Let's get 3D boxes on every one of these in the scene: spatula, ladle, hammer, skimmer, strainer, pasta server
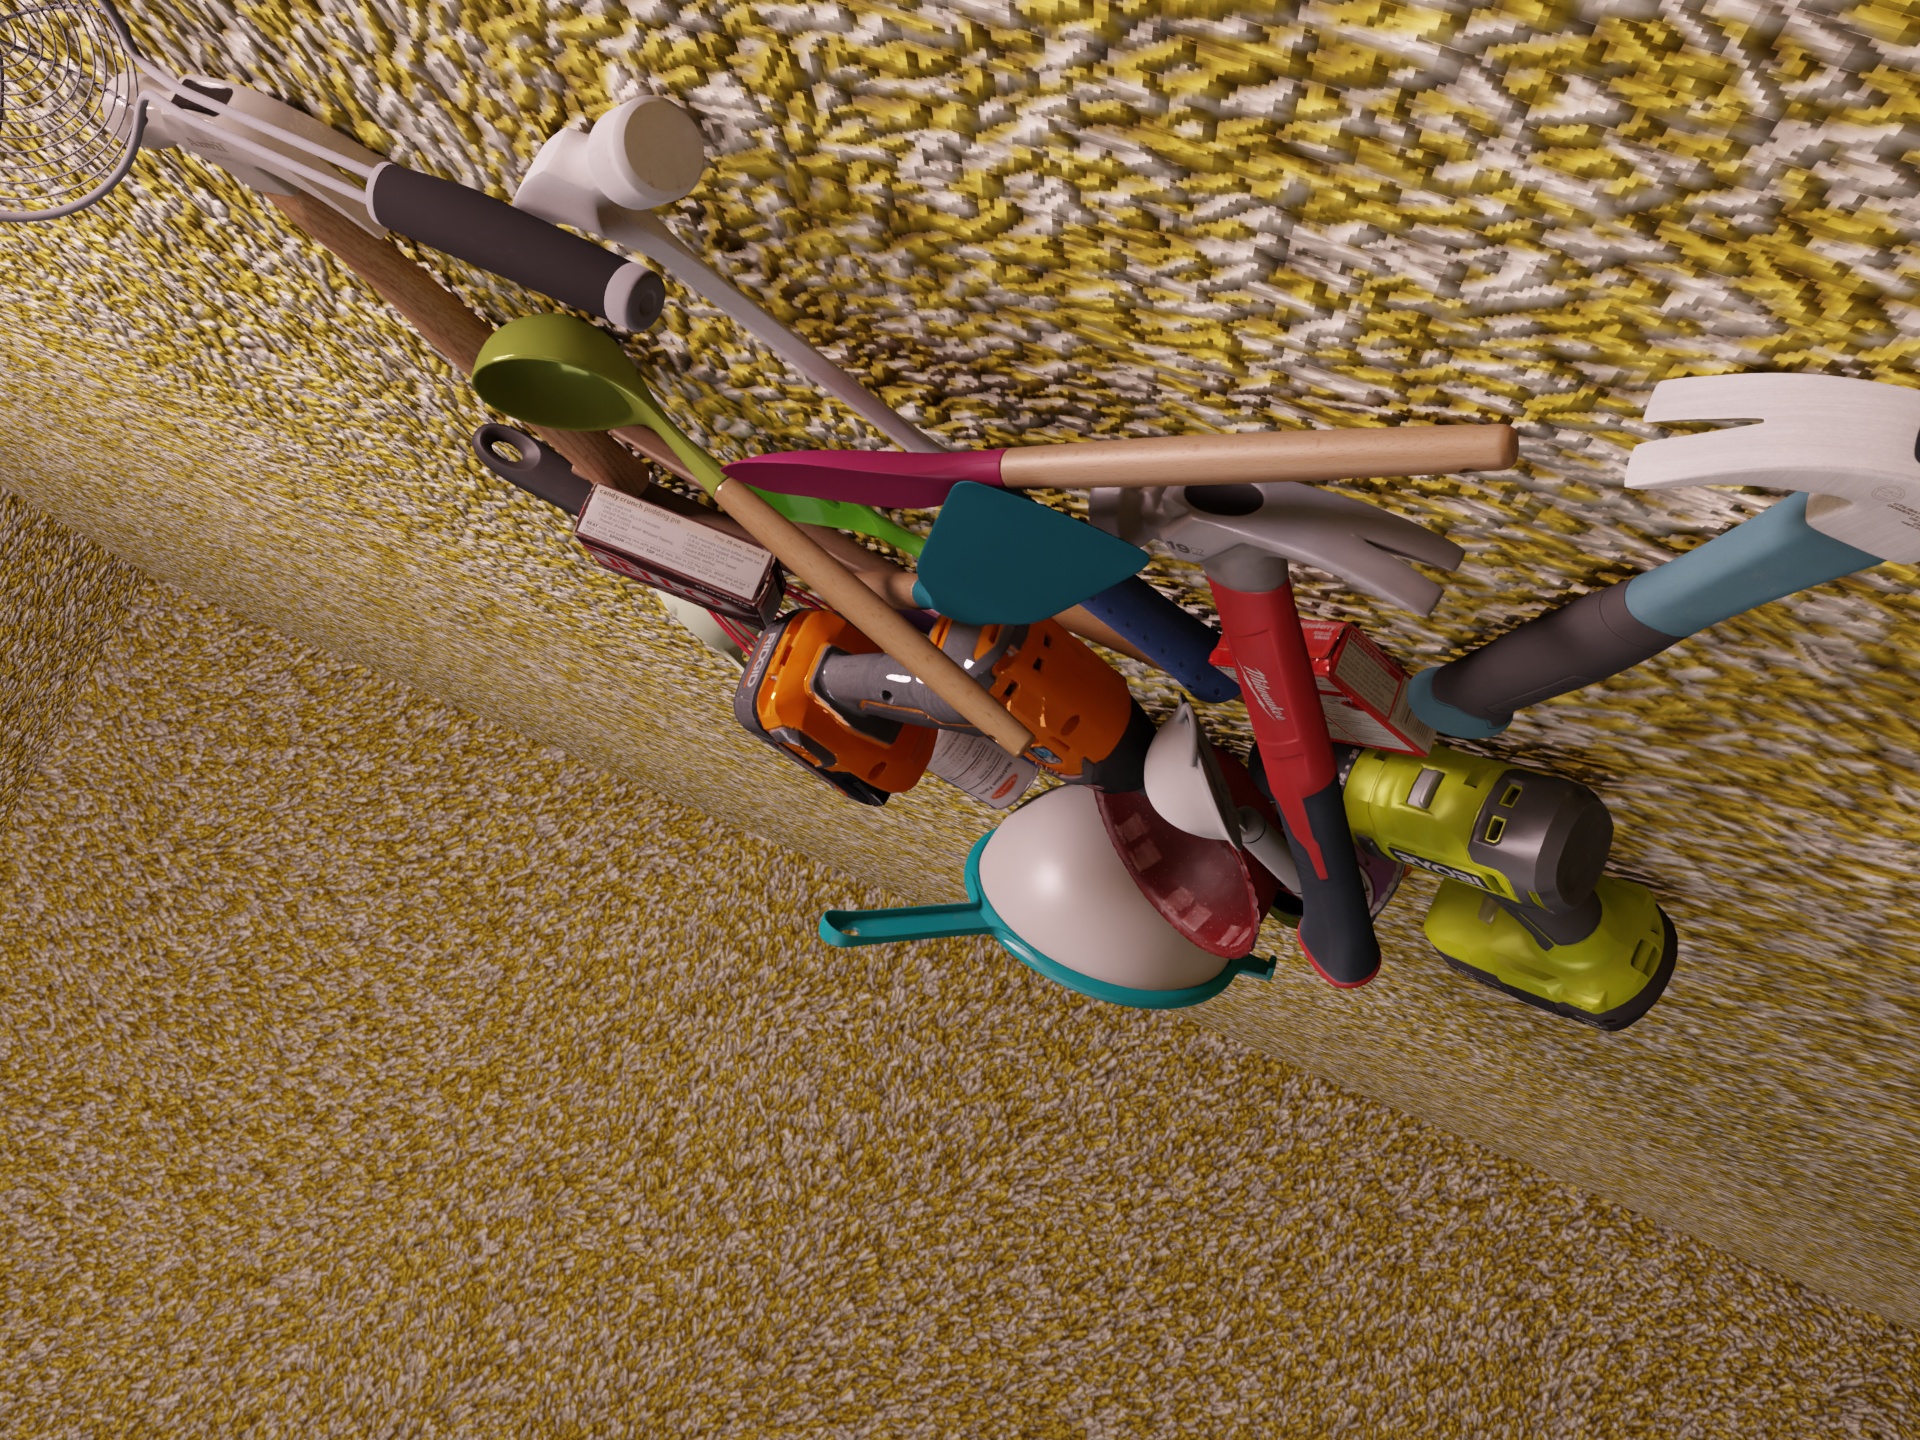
[{"bbox_3d":[-0.017,-0.069,0.734,0.082,0.044,0.317,19,179,-18],"label":"spatula"},{"bbox_3d":[-0.097,-0.081,0.727,0.320,0.062,0.078,41,171,12],"label":"ladle"},{"bbox_3d":[-0.013,-0.112,0.682,0.405,0.035,0.144,32,165,-35],"label":"hammer"},{"bbox_3d":[-0.278,-0.204,0.586,0.363,0.090,0.127,26,132,18],"label":"skimmer"},{"bbox_3d":[0.170,0.030,0.724,0.143,0.038,0.385,22,156,33],"label":"hammer"},{"bbox_3d":[0.234,-0.035,0.542,0.128,0.033,0.331,24,168,-1],"label":"hammer"},{"bbox_3d":[-0.253,-0.197,0.794,0.130,0.031,0.331,18,167,28],"label":"hammer"},{"bbox_3d":[0.151,0.056,0.864,0.050,0.087,0.258,-25,146,19],"label":"strainer"},{"bbox_3d":[0.063,0.103,1.101,0.340,0.095,0.211,-1,-146,-34],"label":"strainer"},{"bbox_3d":[-0.057,-0.082,0.900,0.316,0.040,0.060,29,160,-16],"label":"pasta server"},{"bbox_3d":[-0.087,-0.091,0.965,0.316,0.018,0.059,24,167,-5],"label":"spatula"}]

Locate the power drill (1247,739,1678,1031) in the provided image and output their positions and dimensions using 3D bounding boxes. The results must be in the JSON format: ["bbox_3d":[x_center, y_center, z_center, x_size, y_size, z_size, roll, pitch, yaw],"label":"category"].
[{"bbox_3d":[0.274,0.077,0.860,0.191,0.080,0.228,19,166,46],"label":"power drill"}]

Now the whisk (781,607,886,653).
[{"bbox_3d":[-0.020,-0.026,1.072,0.239,0.055,0.055,17,167,11],"label":"whisk"}]

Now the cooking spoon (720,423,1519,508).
[{"bbox_3d":[0.040,-0.093,0.581,0.319,0.017,0.068,4,174,34],"label":"cooking spoon"}]

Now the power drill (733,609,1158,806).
[{"bbox_3d":[-0.001,-0.003,0.878,0.226,0.084,0.164,-3,149,47],"label":"power drill"}]

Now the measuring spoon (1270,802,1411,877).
[{"bbox_3d":[0.247,0.079,1.045,0.117,0.021,0.011,22,-171,-15],"label":"measuring spoon"}]

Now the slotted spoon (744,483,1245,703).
[{"bbox_3d":[0.024,-0.070,0.823,0.313,0.031,0.070,23,169,-4],"label":"slotted spoon"}]

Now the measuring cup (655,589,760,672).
[{"bbox_3d":[-0.134,-0.050,1.052,0.168,0.038,0.083,45,-171,17],"label":"measuring cup"}]

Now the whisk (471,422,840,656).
[{"bbox_3d":[-0.173,-0.102,0.997,0.295,0.073,0.073,31,168,-7],"label":"whisk"}]

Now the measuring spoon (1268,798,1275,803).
[{"bbox_3d":[0.192,0.053,1.078,0.034,0.018,0.124,27,162,-27],"label":"measuring spoon"}]
